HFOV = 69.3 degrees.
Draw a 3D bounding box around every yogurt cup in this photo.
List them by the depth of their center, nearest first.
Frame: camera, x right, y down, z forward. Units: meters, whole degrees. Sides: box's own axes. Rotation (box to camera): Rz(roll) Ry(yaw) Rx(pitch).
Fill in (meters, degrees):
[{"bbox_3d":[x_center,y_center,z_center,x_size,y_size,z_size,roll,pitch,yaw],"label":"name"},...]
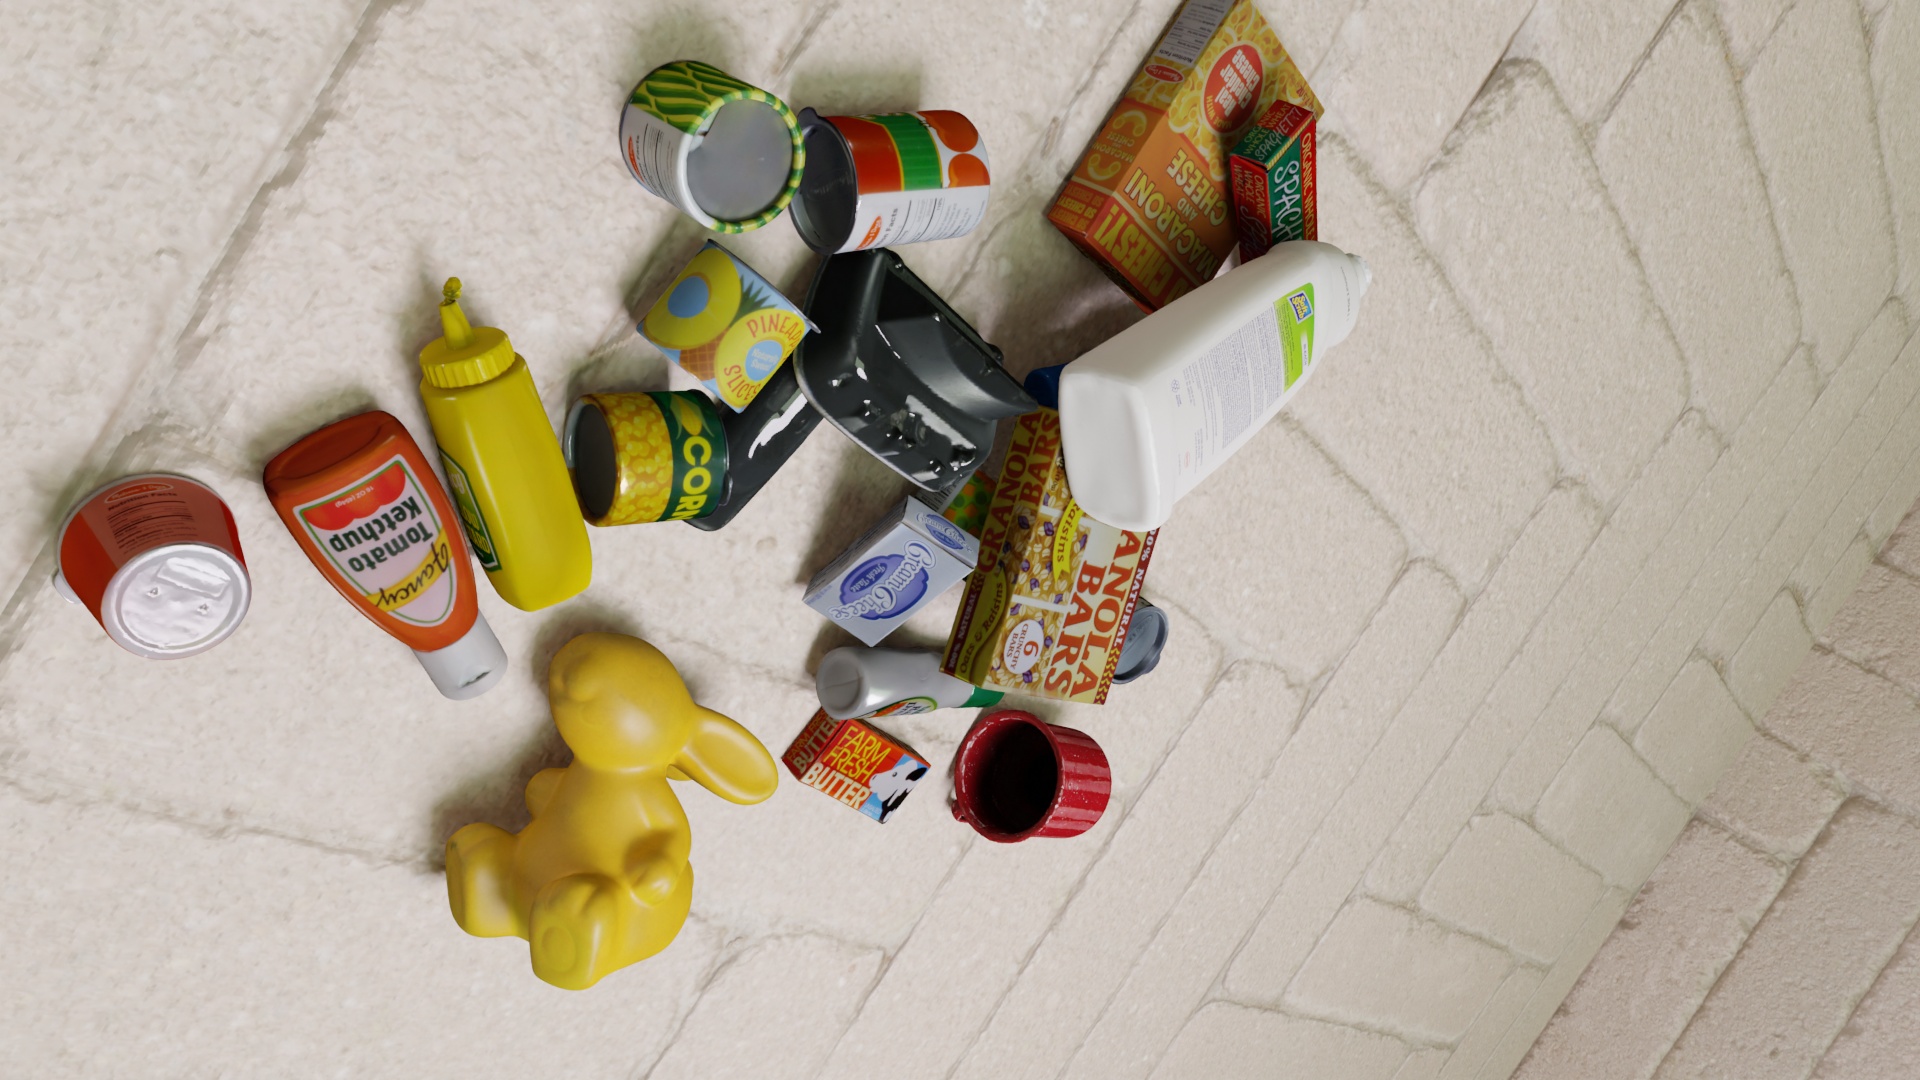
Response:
[{"bbox_3d":[-0.329,0.013,0.574,0.073,0.054,0.072,-23,130,-31],"label":"yogurt cup"}]

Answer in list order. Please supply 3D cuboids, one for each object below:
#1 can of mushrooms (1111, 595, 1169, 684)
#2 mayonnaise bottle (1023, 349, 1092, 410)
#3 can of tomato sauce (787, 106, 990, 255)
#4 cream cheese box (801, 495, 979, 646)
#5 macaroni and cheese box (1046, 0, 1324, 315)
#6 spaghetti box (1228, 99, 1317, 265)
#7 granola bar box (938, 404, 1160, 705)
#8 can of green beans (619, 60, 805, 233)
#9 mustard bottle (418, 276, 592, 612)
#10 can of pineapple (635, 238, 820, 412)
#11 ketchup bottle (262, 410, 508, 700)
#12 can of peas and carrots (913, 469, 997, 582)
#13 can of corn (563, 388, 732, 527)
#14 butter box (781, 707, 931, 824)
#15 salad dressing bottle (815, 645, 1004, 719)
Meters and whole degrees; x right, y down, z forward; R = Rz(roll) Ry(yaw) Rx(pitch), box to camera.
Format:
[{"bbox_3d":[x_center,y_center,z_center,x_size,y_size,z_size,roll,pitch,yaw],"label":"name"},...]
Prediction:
[{"bbox_3d":[0.121,0.072,1.032,0.071,0.033,0.070,-22,129,-31],"label":"can of mushrooms"},{"bbox_3d":[0.110,-0.105,0.887,0.148,0.065,0.041,-16,119,-30],"label":"mayonnaise bottle"},{"bbox_3d":[-0.037,-0.183,0.700,0.083,0.071,0.070,-16,126,-35],"label":"can of tomato sauce"},{"bbox_3d":[-0.041,0.019,0.805,0.053,0.024,0.103,34,132,-21],"label":"cream cheese box"},{"bbox_3d":[0.139,-0.230,0.845,0.123,0.040,0.166,31,94,-49],"label":"macaroni and cheese box"},{"bbox_3d":[0.208,-0.181,0.903,0.050,0.029,0.249,-49,152,-11],"label":"spaghetti box"},{"bbox_3d":[0.063,0.012,0.832,0.124,0.039,0.165,15,93,-49],"label":"granola bar box"},{"bbox_3d":[-0.113,-0.181,0.637,0.071,0.058,0.071,-23,130,-30],"label":"can of green beans"},{"bbox_3d":[-0.213,-0.045,0.636,0.049,0.065,0.159,-27,126,-28],"label":"mustard bottle"},{"bbox_3d":[-0.114,-0.103,0.679,0.058,0.071,0.071,-51,138,-2],"label":"can of pineapple"},{"bbox_3d":[-0.258,0.013,0.646,0.065,0.043,0.148,-31,134,-17],"label":"ketchup bottle"},{"bbox_3d":[0.003,-0.011,0.846,0.059,0.071,0.071,-53,138,-2],"label":"can of peas and carrots"},{"bbox_3d":[-0.154,-0.040,0.684,0.058,0.071,0.071,-7,121,-38],"label":"can of corn"},{"bbox_3d":[-0.067,0.148,0.919,0.053,0.024,0.103,-51,138,-2],"label":"butter box"},{"bbox_3d":[-0.027,0.091,0.897,0.148,0.064,0.044,6,69,-51],"label":"salad dressing bottle"}]
